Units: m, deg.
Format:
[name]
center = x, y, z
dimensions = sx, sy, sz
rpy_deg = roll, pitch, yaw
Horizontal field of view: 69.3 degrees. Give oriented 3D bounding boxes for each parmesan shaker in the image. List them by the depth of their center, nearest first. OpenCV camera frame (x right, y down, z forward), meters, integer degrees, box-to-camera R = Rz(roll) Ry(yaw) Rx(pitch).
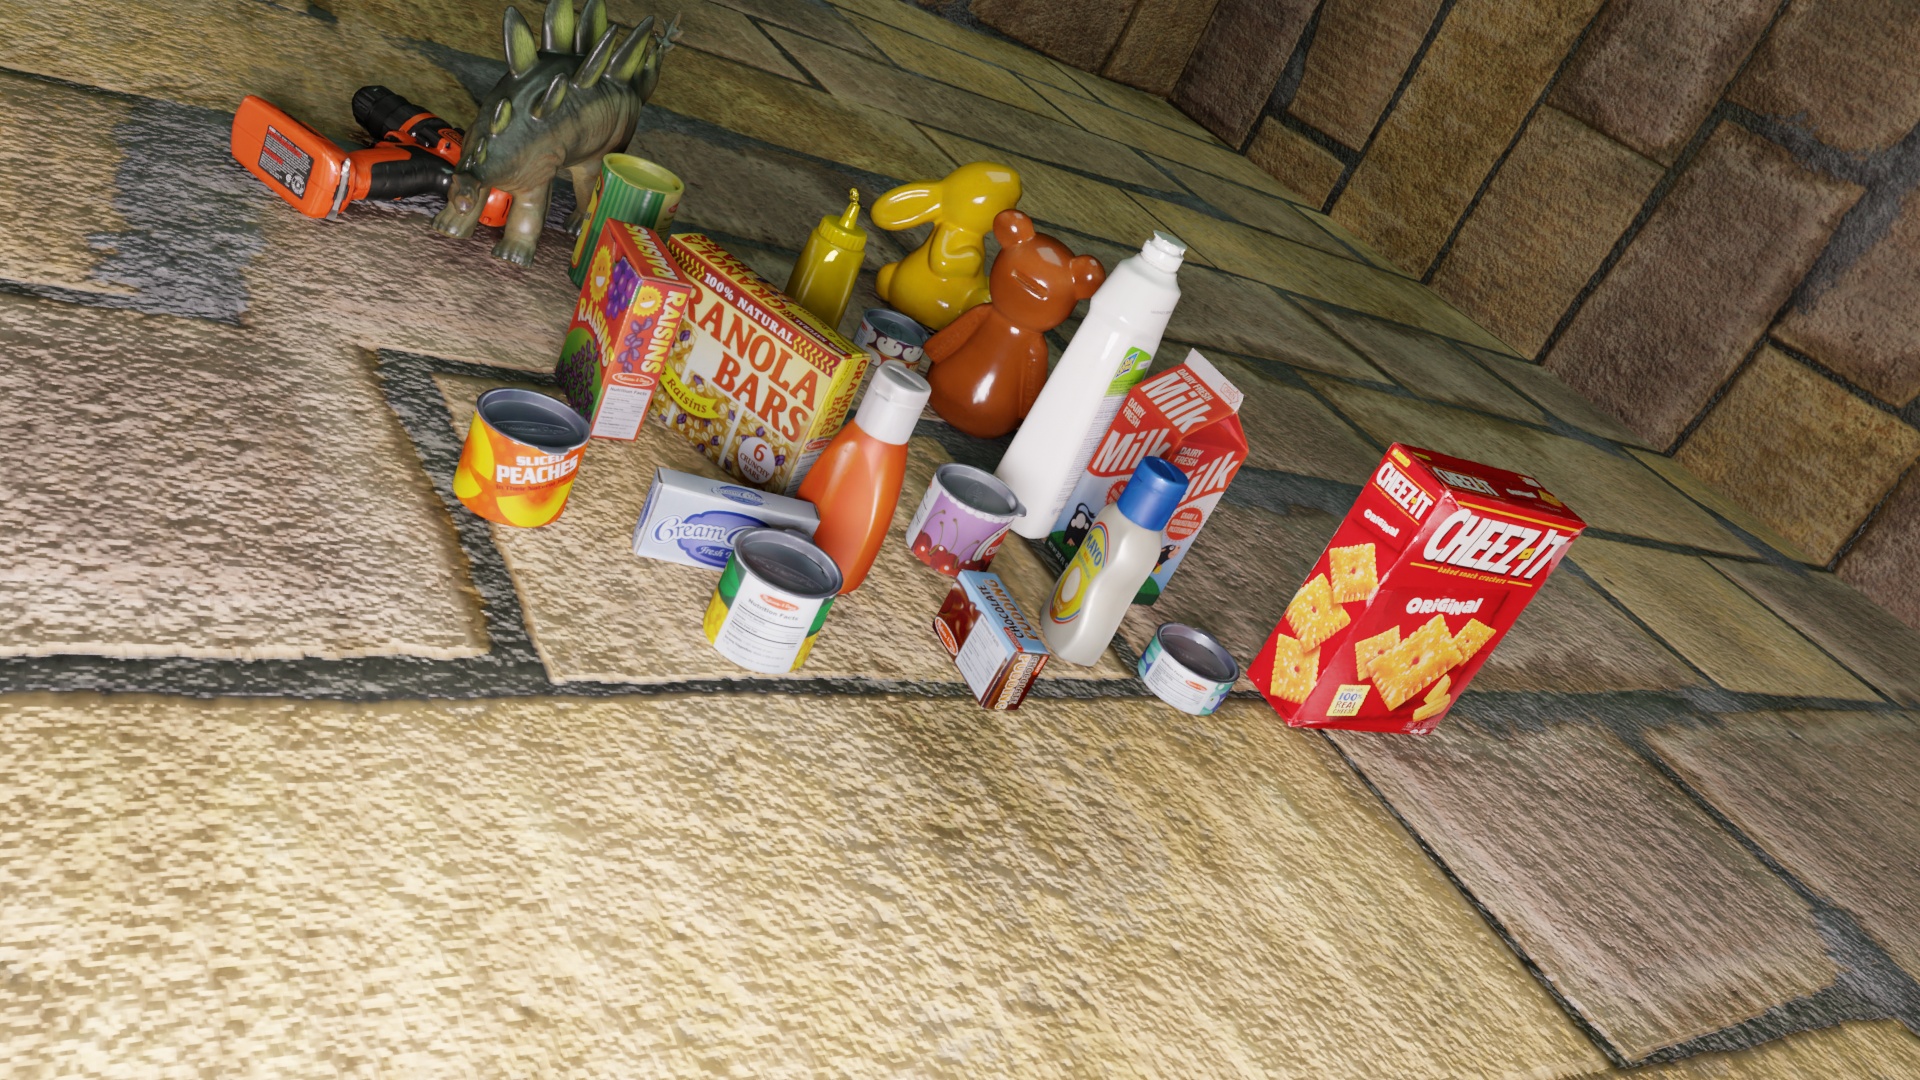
[parmesan shaker]
center = -0.272, -0.250, 1.120
dimensions = 0.071, 0.102, 0.071
rpy_deg = 22, 26, -11

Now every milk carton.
[milk carton]
center = 0.147, -0.047, 1.045
dimensions = 0.073, 0.189, 0.072
rpy_deg = 7, 32, -36

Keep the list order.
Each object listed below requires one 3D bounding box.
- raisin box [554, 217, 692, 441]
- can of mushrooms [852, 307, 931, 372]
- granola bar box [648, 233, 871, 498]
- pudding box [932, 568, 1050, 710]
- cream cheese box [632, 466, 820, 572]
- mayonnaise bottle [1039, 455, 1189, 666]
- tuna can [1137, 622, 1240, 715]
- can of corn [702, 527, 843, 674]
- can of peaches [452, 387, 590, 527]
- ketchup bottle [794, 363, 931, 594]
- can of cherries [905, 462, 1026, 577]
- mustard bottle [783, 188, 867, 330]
[raisin box]
center = -0.230, -0.142, 0.939
dimensions = 0.040, 0.122, 0.086
rpy_deg = 6, 33, -37
[can of mushrooms]
center = -0.061, -0.182, 1.273
dimensions = 0.071, 0.033, 0.071
rpy_deg = 22, 26, -11
[granola bar box]
center = -0.155, -0.119, 0.967
dimensions = 0.166, 0.123, 0.039
rpy_deg = 37, 27, 19
[pudding box]
center = 0.018, 0.062, 0.884
dimensions = 0.030, 0.049, 0.084
rpy_deg = 8, 32, -35
[cream cheese box]
center = -0.144, -0.007, 0.854
dimensions = 0.104, 0.053, 0.024
rpy_deg = 14, 29, -26
[mayonnaise bottle]
center = 0.105, 0.012, 0.946
dimensions = 0.041, 0.147, 0.065
rpy_deg = 16, 28, -23
[tuna can]
center = 0.162, 0.090, 0.988
dimensions = 0.071, 0.032, 0.071
rpy_deg = 22, 26, -11
[can of corn]
center = -0.109, 0.034, 0.807
dimensions = 0.071, 0.058, 0.071
rpy_deg = 22, 26, -11
[can of peaches]
center = -0.257, -0.047, 0.815
dimensions = 0.071, 0.057, 0.071
rpy_deg = 22, 26, -11
[ketchup bottle]
center = -0.065, -0.040, 0.881
dimensions = 0.065, 0.148, 0.044
rpy_deg = 37, 27, 18
[can of cherries]
center = 0.004, -0.013, 0.997
dimensions = 0.071, 0.058, 0.072
rpy_deg = 22, 26, -11
[mustard bottle]
center = -0.112, -0.213, 1.138
dimensions = 0.049, 0.159, 0.065
rpy_deg = 16, 28, -23
